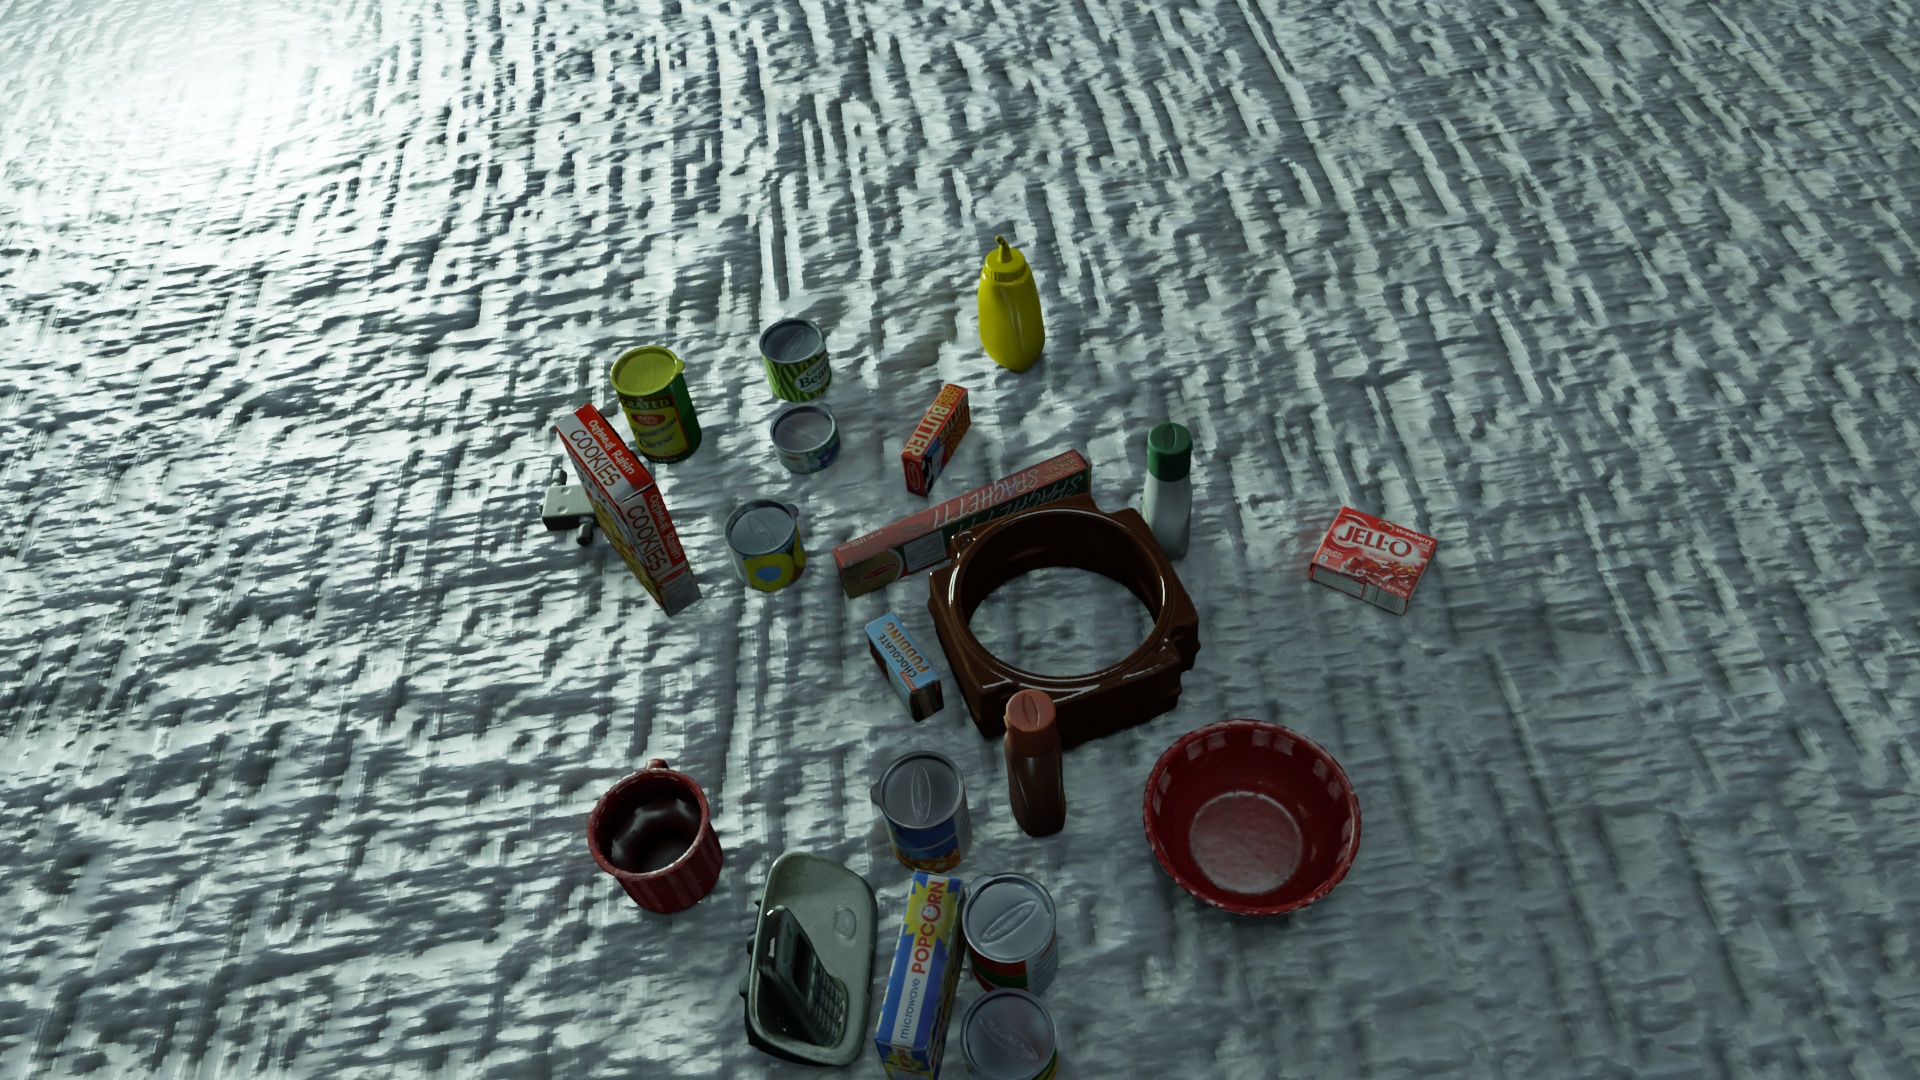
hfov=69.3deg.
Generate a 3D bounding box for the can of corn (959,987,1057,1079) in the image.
[{"bbox_3d":[0.033,0.357,0.970,0.071,0.058,0.071,-3,52,4],"label":"can of corn"}]

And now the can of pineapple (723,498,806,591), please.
[{"bbox_3d":[-0.176,0.004,1.269,0.071,0.057,0.071,-3,52,4],"label":"can of pineapple"}]

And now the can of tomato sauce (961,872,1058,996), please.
[{"bbox_3d":[0.036,0.288,1.009,0.071,0.082,0.071,-3,52,4],"label":"can of tomato sauce"}]

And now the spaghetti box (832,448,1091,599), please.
[{"bbox_3d":[0.005,-0.016,1.271,0.251,0.050,0.029,-23,53,-12],"label":"spaghetti box"}]

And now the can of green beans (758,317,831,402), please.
[{"bbox_3d":[-0.167,-0.184,1.415,0.071,0.057,0.071,-3,52,4],"label":"can of green beans"}]

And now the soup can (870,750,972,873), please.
[{"bbox_3d":[-0.029,0.211,1.075,0.071,0.083,0.072,-3,52,4],"label":"soup can"}]

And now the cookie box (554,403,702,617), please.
[{"bbox_3d":[-0.293,-0.026,1.235,0.040,0.166,0.123,-33,56,-18],"label":"cookie box"}]

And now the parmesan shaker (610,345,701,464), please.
[{"bbox_3d":[-0.293,-0.131,1.358,0.071,0.102,0.072,-3,52,4],"label":"parmesan shaker"}]

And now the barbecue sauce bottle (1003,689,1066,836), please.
[{"bbox_3d":[0.056,0.167,1.060,0.044,0.147,0.065,-12,52,-3],"label":"barbecue sauce bottle"}]

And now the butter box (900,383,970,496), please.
[{"bbox_3d":[-0.023,-0.098,1.336,0.024,0.052,0.104,18,56,19],"label":"butter box"}]

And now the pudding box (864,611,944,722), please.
[{"bbox_3d":[-0.048,0.107,1.180,0.030,0.049,0.084,-27,54,-15],"label":"pudding box"}]

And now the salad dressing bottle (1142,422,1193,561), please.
[{"bbox_3d":[0.181,-0.042,1.211,0.044,0.147,0.064,3,53,8],"label":"salad dressing bottle"}]

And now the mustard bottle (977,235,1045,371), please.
[{"bbox_3d":[0.049,-0.239,1.372,0.065,0.159,0.049,31,61,26],"label":"mustard bottle"}]

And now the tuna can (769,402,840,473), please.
[{"bbox_3d":[-0.151,-0.102,1.365,0.071,0.032,0.071,-3,52,4],"label":"tuna can"}]

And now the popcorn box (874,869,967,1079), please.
[{"bbox_3d":[-0.025,0.313,0.994,0.038,0.084,0.127,6,53,11],"label":"popcorn box"}]
